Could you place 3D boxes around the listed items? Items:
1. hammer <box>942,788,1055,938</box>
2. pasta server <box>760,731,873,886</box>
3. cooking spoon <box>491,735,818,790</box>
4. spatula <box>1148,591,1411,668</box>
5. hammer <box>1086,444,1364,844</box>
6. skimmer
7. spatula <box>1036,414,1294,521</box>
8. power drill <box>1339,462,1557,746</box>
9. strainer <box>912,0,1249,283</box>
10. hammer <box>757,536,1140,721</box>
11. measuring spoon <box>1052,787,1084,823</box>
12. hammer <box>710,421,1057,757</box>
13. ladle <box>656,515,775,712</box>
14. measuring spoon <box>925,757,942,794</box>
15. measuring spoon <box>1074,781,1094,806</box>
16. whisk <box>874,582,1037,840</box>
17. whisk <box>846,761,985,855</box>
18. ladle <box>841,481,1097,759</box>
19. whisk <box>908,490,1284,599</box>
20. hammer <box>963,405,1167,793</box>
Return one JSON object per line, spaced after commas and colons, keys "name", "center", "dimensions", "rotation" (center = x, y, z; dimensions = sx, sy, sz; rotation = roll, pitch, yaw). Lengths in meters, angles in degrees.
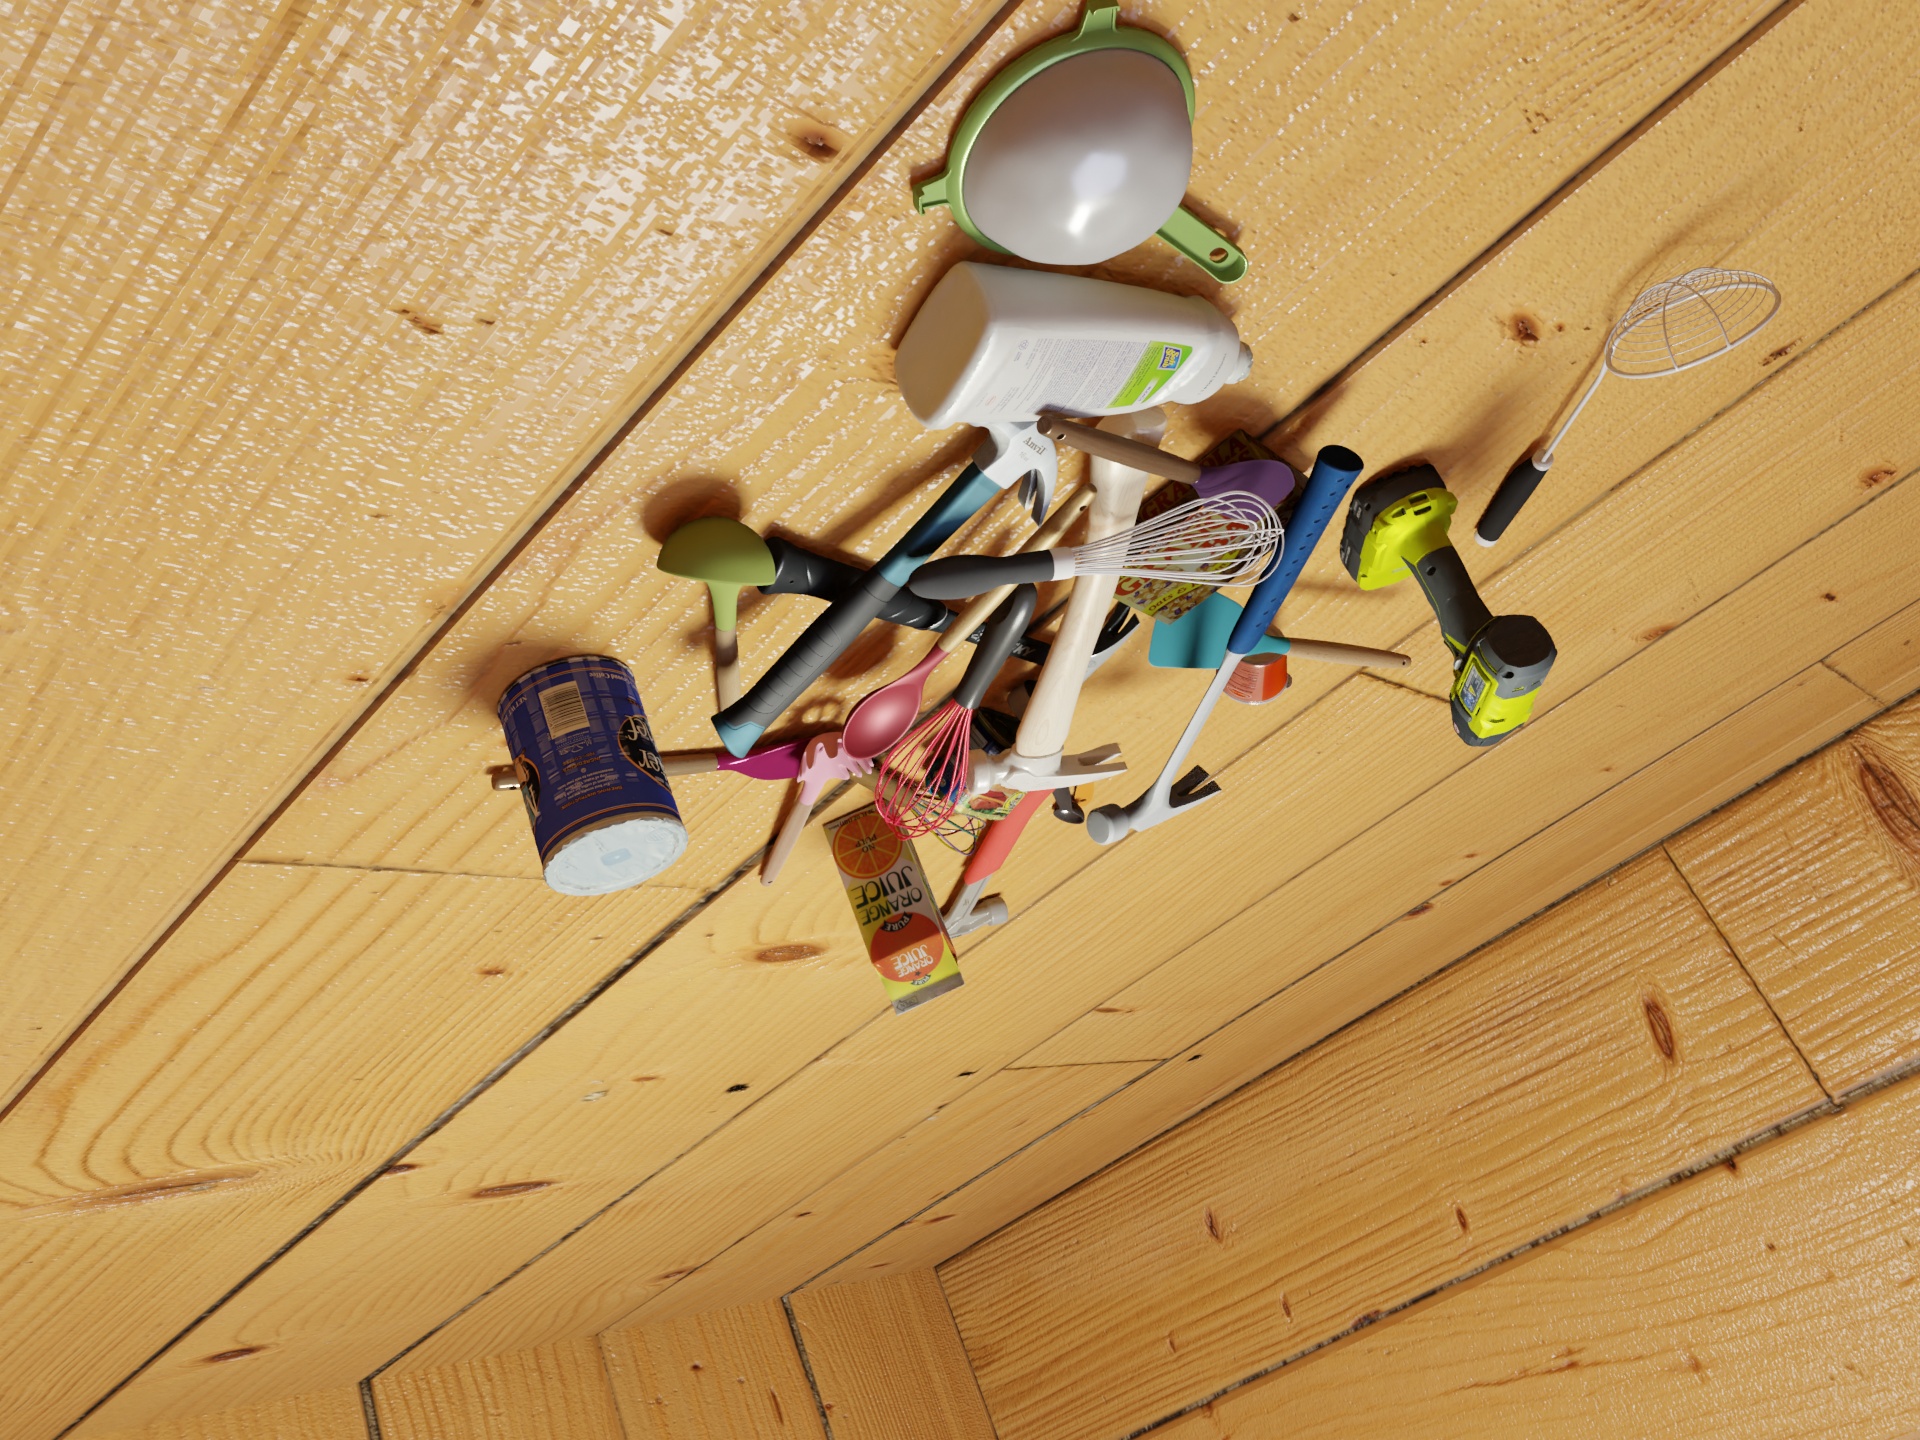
{"name": "hammer", "center": [0.024, 0.146, 1.690], "dimensions": [0.149, 0.037, 0.358], "rotation": [-11, 152, -24]}
{"name": "pasta server", "center": [-0.142, 0.088, 1.425], "dimensions": [0.060, 0.040, 0.316], "rotation": [-2, 152, -21]}
{"name": "cooking spoon", "center": [-0.225, 0.036, 1.301], "dimensions": [0.318, 0.017, 0.068], "rotation": [-5, 151, -34]}
{"name": "spatula", "center": [0.304, -0.071, 1.448], "dimensions": [0.317, 0.044, 0.082], "rotation": [5, 104, -39]}
{"name": "hammer", "center": [0.231, -0.054, 1.329], "dimensions": [0.144, 0.035, 0.405], "rotation": [-16, 143, -38]}
{"name": "skimmer", "center": [0.543, -0.241, 1.340], "dimensions": [0.127, 0.090, 0.363], "rotation": [-47, 167, -28]}
{"name": "spatula", "center": [0.150, -0.178, 1.110], "dimensions": [0.059, 0.018, 0.315], "rotation": [-44, 153, 29]}
{"name": "power drill", "center": [0.413, -0.091, 1.359], "dimensions": [0.080, 0.223, 0.171], "rotation": [-20, 153, -6]}
{"name": "strainer", "center": [0.105, -0.289, 0.915], "dimensions": [0.151, 0.069, 0.256], "rotation": [-39, 148, 28]}
{"name": "hammer", "center": [-0.008, -0.080, 1.248], "dimensions": [0.149, 0.036, 0.408], "rotation": [-39, 150, 25]}
{"name": "measuring spoon", "center": [0.108, 0.074, 1.649], "dimensions": [0.034, 0.018, 0.124], "rotation": [10, 153, 18]}
{"name": "hammer", "center": [-0.061, -0.093, 1.118], "dimensions": [0.331, 0.033, 0.128], "rotation": [-44, 144, 17]}
{"name": "ladle", "center": [-0.172, -0.047, 1.153], "dimensions": [0.078, 0.062, 0.320], "rotation": [8, 152, -2]}
{"name": "measuring spoon", "center": [0.005, 0.050, 1.525], "dimensions": [0.042, 0.021, 0.128], "rotation": [-53, 154, 20]}
{"name": "measuring spoon", "center": [0.129, 0.065, 1.659], "dimensions": [0.021, 0.011, 0.116], "rotation": [-12, 156, -4]}
{"name": "whisk", "center": [-0.002, -0.004, 1.288], "dimensions": [0.073, 0.073, 0.295], "rotation": [-5, 141, -33]}
{"name": "whisk", "center": [-0.042, 0.074, 1.509], "dimensions": [0.047, 0.051, 0.244], "rotation": [-50, 145, 4]}
{"name": "ladle", "center": [0.002, -0.072, 1.200], "dimensions": [0.069, 0.031, 0.315], "rotation": [-1, 145, -44]}
{"name": "whisk", "center": [0.100, -0.114, 1.125], "dimensions": [0.284, 0.070, 0.070], "rotation": [-9, 151, -15]}
{"name": "hammer", "center": [0.105, -0.081, 1.250], "dimensions": [0.146, 0.038, 0.410], "rotation": [-6, 142, -16]}
